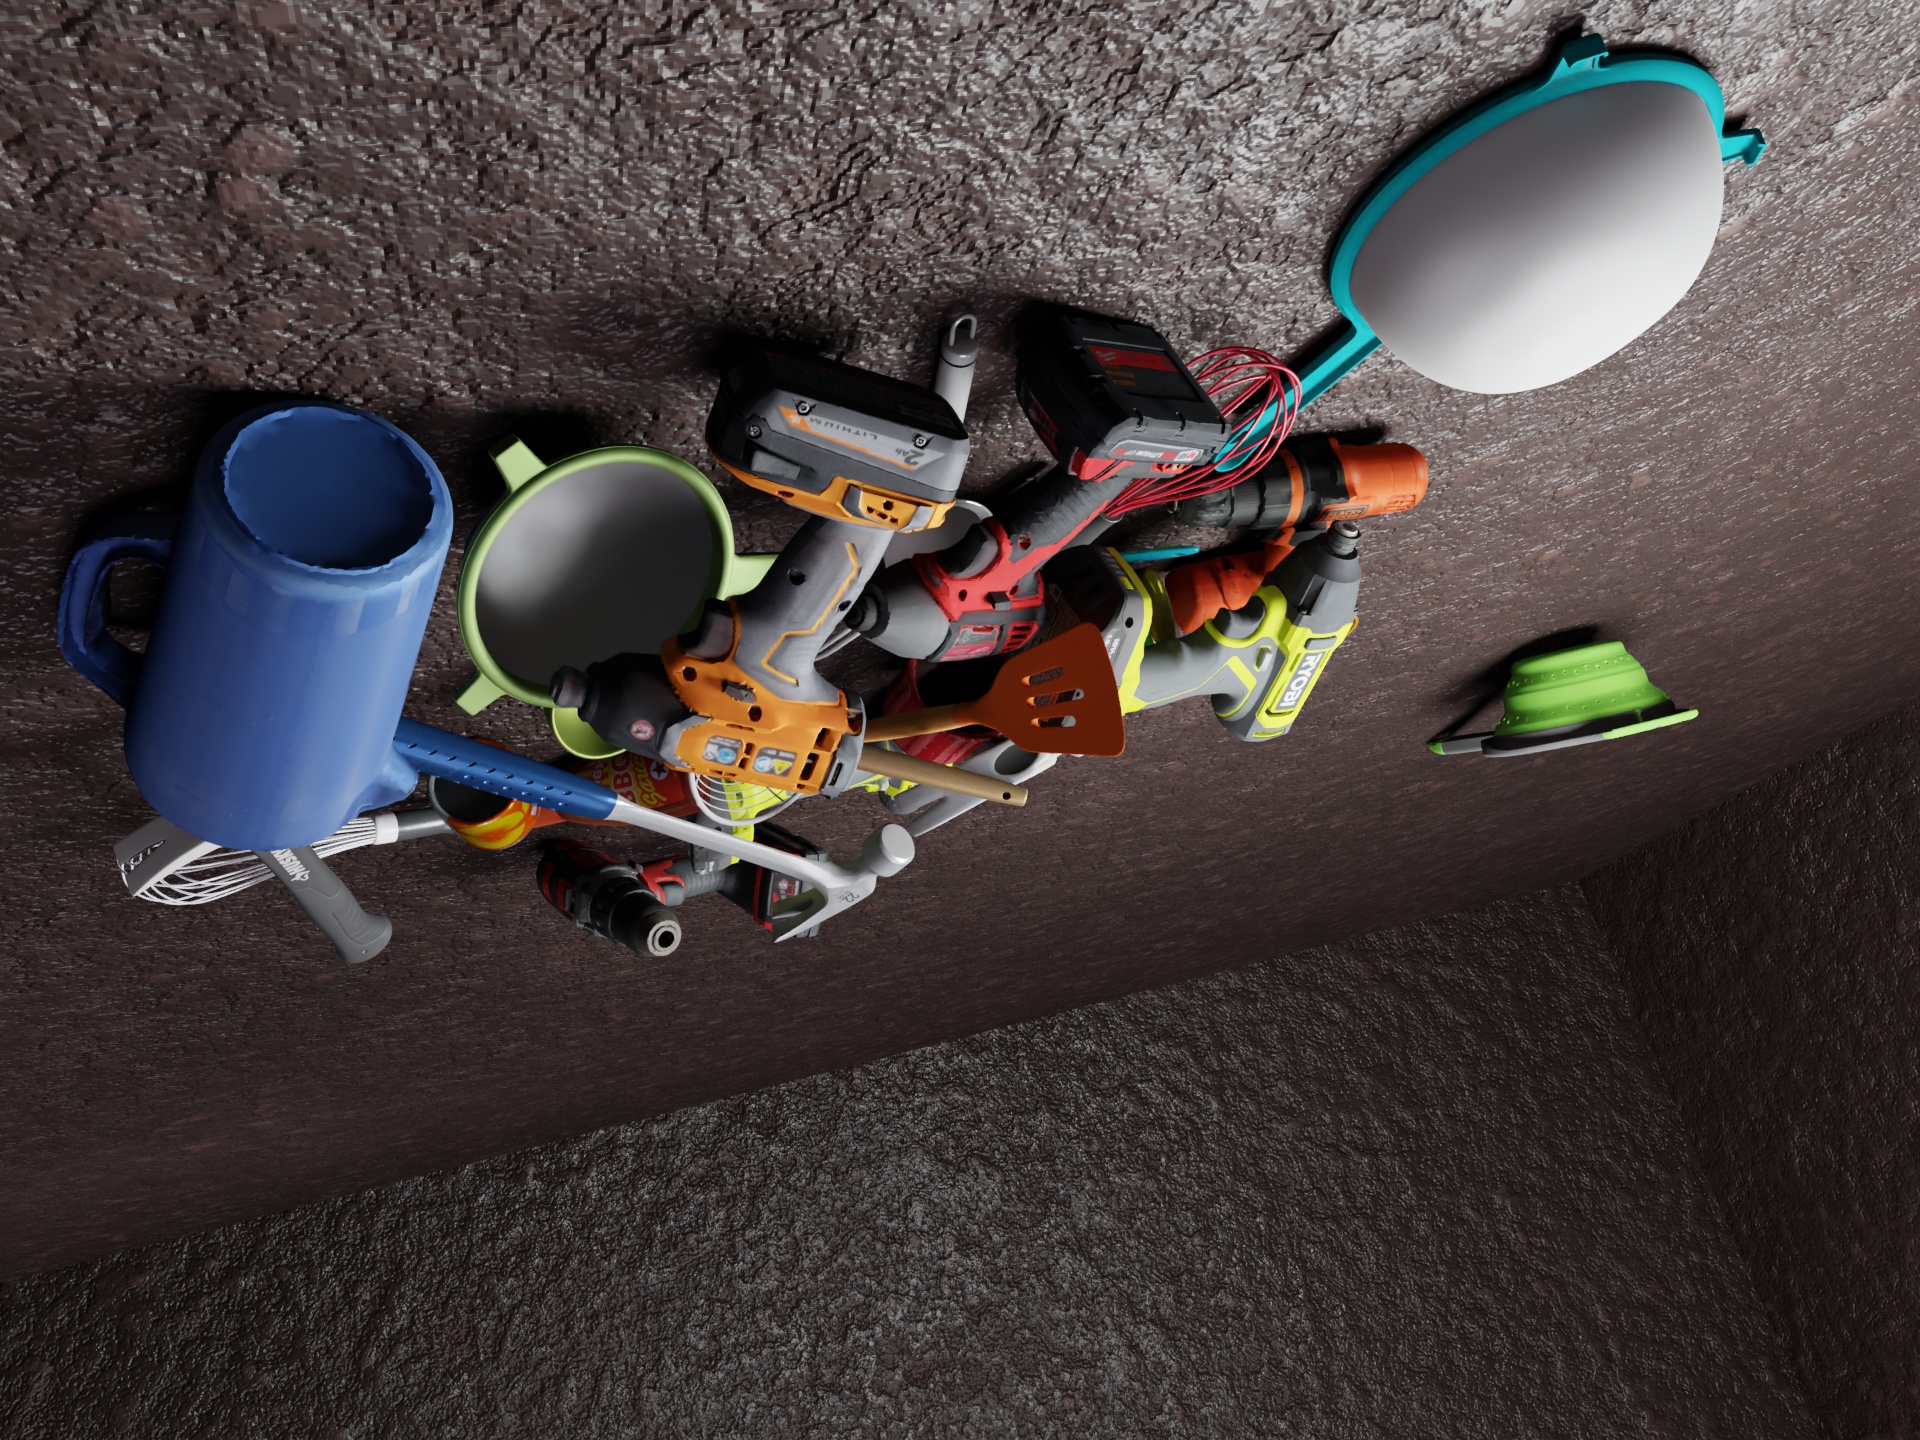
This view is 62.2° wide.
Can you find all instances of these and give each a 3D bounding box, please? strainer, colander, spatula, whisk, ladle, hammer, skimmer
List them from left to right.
[{"bbox_3d":[-0.442,0.110,1.068,0.146,0.035,0.334,-24,163,-17],"label":"hammer"},{"bbox_3d":[-0.443,0.080,1.129,0.284,0.070,0.070,-7,159,-41],"label":"whisk"},{"bbox_3d":[-0.234,0.065,1.088,0.405,0.035,0.144,22,135,-33],"label":"hammer"},{"bbox_3d":[-0.159,-0.091,0.862,0.256,0.069,0.151,-7,126,-40],"label":"strainer"},{"bbox_3d":[-0.111,0.017,1.037,0.320,0.078,0.062,14,-162,-5],"label":"ladle"},{"bbox_3d":[-0.054,-0.040,1.065,0.363,0.090,0.127,-32,156,36],"label":"skimmer"},{"bbox_3d":[-0.013,-0.142,0.901,0.087,0.050,0.258,-15,155,-16],"label":"strainer"},{"bbox_3d":[-0.002,-0.003,1.057,0.041,0.081,0.323,-14,-178,-28],"label":"spatula"},{"bbox_3d":[0.028,0.040,1.264,0.143,0.038,0.386,-28,177,0],"label":"hammer"},{"bbox_3d":[0.103,-0.141,0.980,0.073,0.073,0.296,-4,163,-33],"label":"whisk"},{"bbox_3d":[0.271,-0.208,0.874,0.211,0.095,0.340,1,153,-41],"label":"strainer"},{"bbox_3d":[0.614,-0.021,1.720,0.204,0.094,0.397,-12,178,-15],"label":"colander"}]

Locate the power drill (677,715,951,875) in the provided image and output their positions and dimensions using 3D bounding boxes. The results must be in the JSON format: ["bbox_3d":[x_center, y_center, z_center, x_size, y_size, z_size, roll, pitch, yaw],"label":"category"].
[{"bbox_3d":[-0.115,0.052,1.294,0.228,0.080,0.190,-15,161,-14],"label":"power drill"}]

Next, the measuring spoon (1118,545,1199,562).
[{"bbox_3d":[0.105,-0.100,1.072,0.129,0.021,0.042,-4,173,41],"label":"measuring spoon"}]

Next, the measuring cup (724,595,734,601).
[{"bbox_3d":[-0.166,-0.065,0.988,0.167,0.038,0.083,5,151,-44],"label":"measuring cup"}]

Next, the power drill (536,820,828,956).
[{"bbox_3d":[-0.222,0.146,1.343,0.226,0.080,0.188,-1,-167,-39],"label":"power drill"}]

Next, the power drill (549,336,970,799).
[{"bbox_3d":[-0.104,-0.069,0.801,0.164,0.084,0.226,12,119,-23],"label":"power drill"}]

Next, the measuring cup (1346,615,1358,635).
[{"bbox_3d":[0.226,-0.074,1.272,0.173,0.052,0.095,-16,161,3],"label":"measuring cup"}]

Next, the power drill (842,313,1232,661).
[{"bbox_3d":[0.032,-0.114,0.878,0.143,0.079,0.219,-7,148,-46],"label":"power drill"}]

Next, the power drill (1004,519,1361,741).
[{"bbox_3d":[0.153,-0.056,1.037,0.223,0.080,0.171,-6,136,-29],"label":"power drill"}]
